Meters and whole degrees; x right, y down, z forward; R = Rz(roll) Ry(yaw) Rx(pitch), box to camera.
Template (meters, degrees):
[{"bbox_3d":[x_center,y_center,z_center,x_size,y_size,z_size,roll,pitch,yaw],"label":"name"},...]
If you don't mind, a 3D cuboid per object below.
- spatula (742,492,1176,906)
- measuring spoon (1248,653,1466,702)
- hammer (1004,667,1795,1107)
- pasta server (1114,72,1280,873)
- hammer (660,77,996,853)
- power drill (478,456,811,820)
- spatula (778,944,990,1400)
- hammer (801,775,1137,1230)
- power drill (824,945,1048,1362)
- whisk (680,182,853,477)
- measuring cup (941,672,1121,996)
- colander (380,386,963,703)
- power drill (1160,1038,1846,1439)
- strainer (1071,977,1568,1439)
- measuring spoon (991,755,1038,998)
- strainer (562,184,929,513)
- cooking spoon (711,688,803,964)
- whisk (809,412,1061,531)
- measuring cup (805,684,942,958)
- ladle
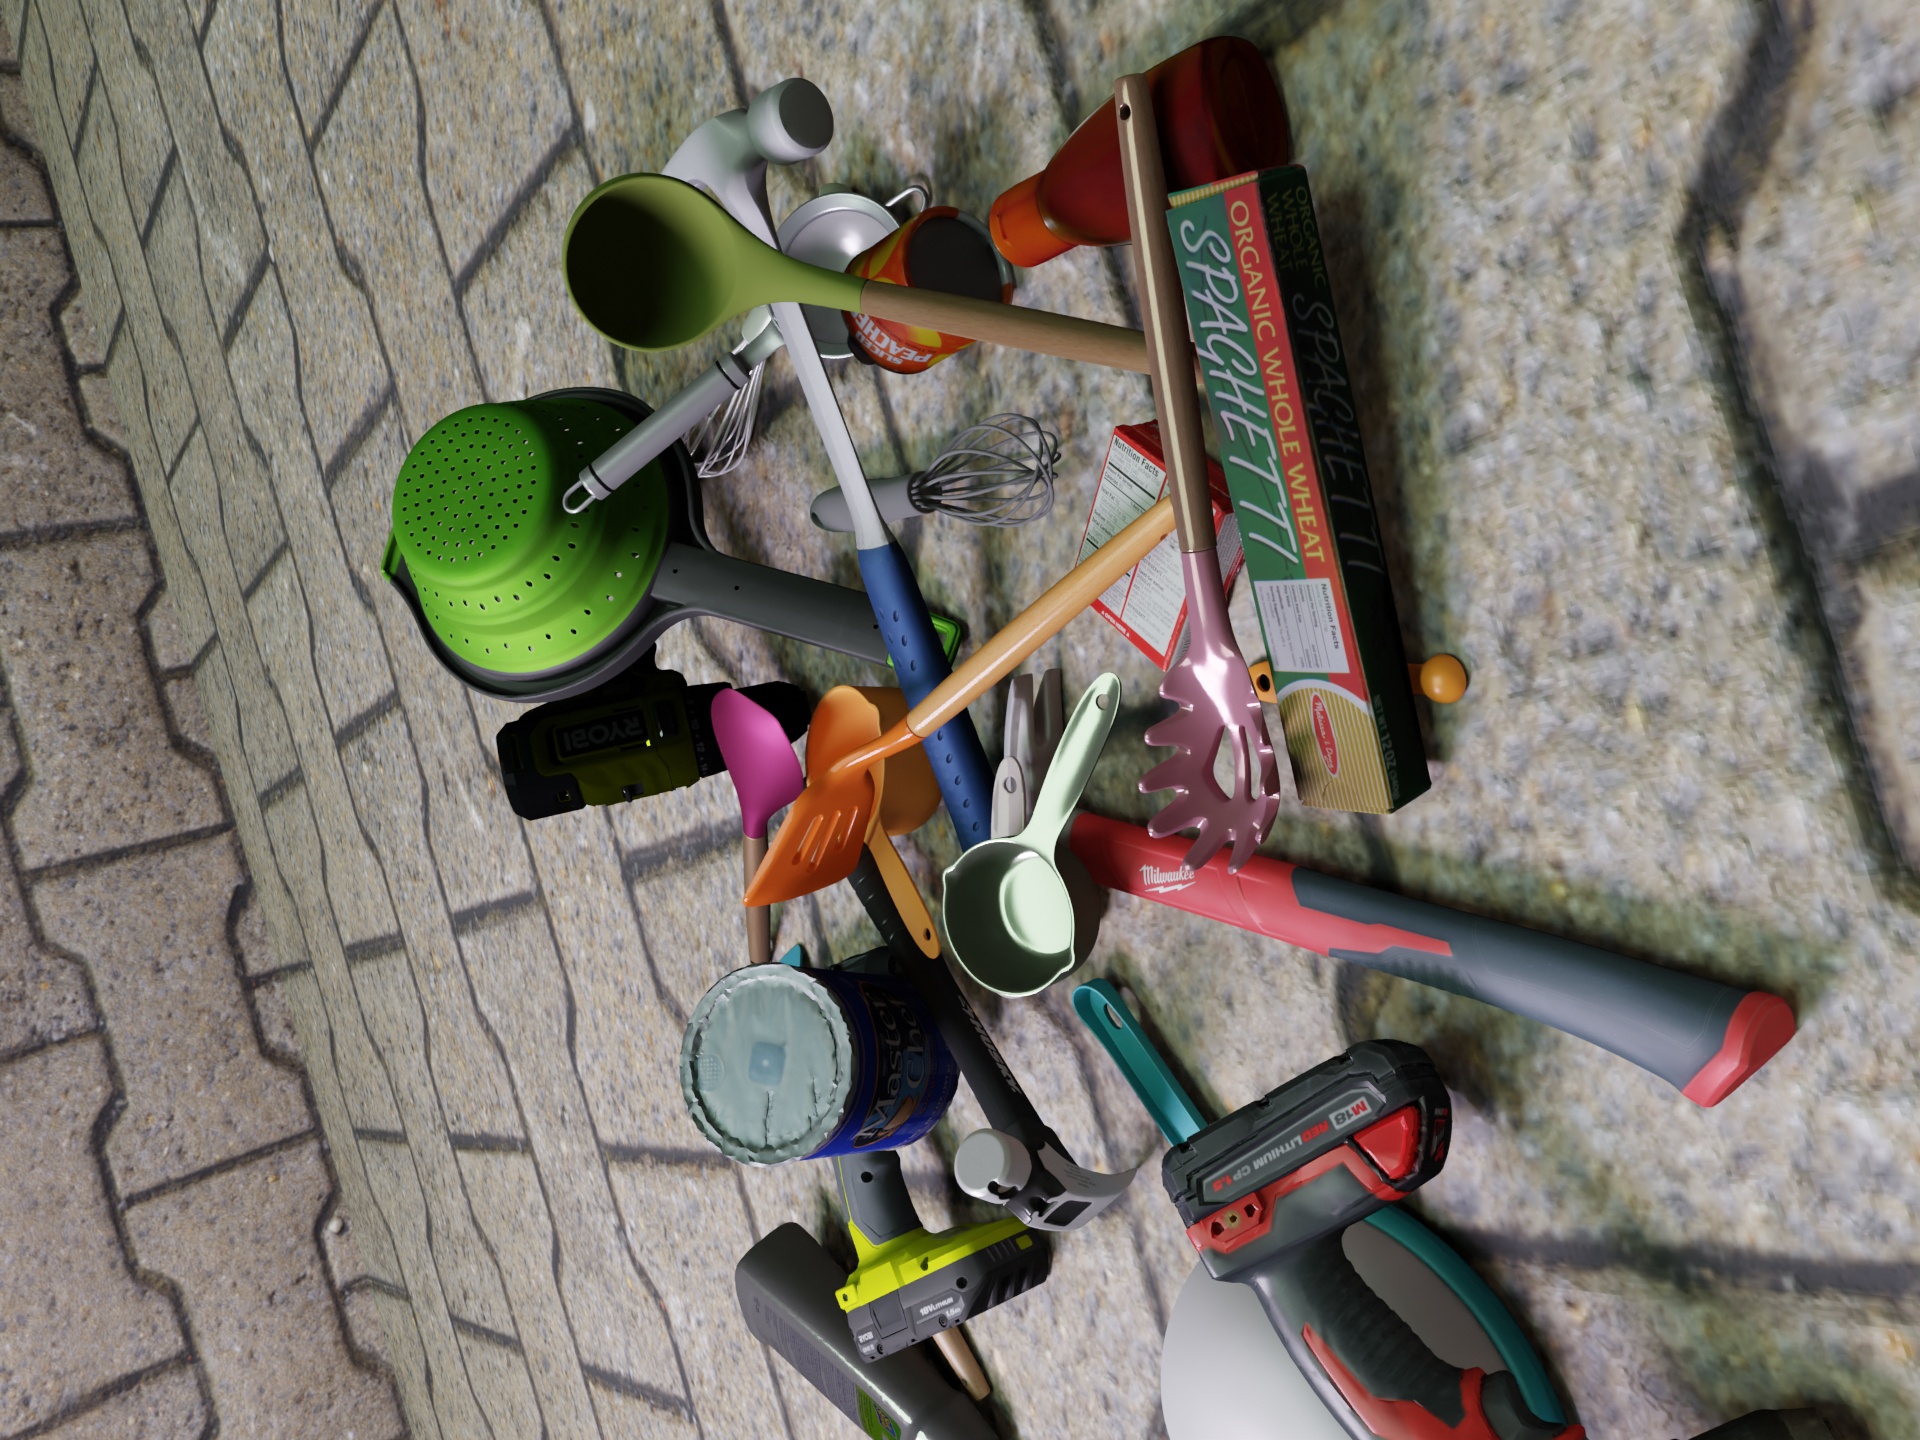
[{"bbox_3d":[-0.001,-0.002,0.763,0.322,0.081,0.041,-40,71,38],"label":"spatula"},{"bbox_3d":[0.158,-0.016,0.660,0.117,0.011,0.021,1,103,53],"label":"measuring spoon"},{"bbox_3d":[0.152,0.067,0.678,0.386,0.038,0.143,12,110,51],"label":"hammer"},{"bbox_3d":[0.088,-0.094,0.639,0.060,0.040,0.316,0,105,41],"label":"pasta server"},{"bbox_3d":[-0.049,-0.100,0.804,0.144,0.035,0.405,2,118,52],"label":"hammer"},{"bbox_3d":[-0.210,-0.059,1.023,0.080,0.190,0.229,101,154,-66],"label":"power drill"},{"bbox_3d":[-0.061,0.305,1.074,0.318,0.044,0.082,57,140,16],"label":"spatula"},{"bbox_3d":[-0.016,0.141,0.892,0.035,0.146,0.335,-44,48,10],"label":"hammer"},{"bbox_3d":[-0.042,0.258,0.974,0.171,0.080,0.223,-39,68,37],"label":"power drill"},{"bbox_3d":[-0.121,-0.221,0.935,0.246,0.059,0.058,-47,32,46],"label":"whisk"},{"bbox_3d":[0.048,0.052,0.757,0.083,0.038,0.167,32,109,29],"label":"measuring cup"},{"bbox_3d":[-0.189,-0.098,0.905,0.397,0.094,0.204,16,82,21],"label":"colander"},{"bbox_3d":[0.199,0.236,0.608,0.188,0.080,0.227,-34,65,15],"label":"power drill"},{"bbox_3d":[0.127,0.275,0.741,0.341,0.095,0.211,55,141,23],"label":"strainer"},{"bbox_3d":[0.029,0.079,0.807,0.034,0.018,0.124,5,97,39],"label":"measuring spoon"},{"bbox_3d":[-0.115,-0.193,0.852,0.258,0.050,0.087,-37,81,9],"label":"strainer"},{"bbox_3d":[-0.130,0.083,1.014,0.069,0.017,0.318,32,147,16],"label":"cooking spoon"},{"bbox_3d":[-0.022,-0.122,0.837,0.239,0.055,0.055,1,103,58],"label":"whisk"},{"bbox_3d":[-0.029,0.056,0.888,0.095,0.052,0.174,-55,50,39],"label":"measuring cup"},{"bbox_3d":[-0.020,-0.172,0.674,0.320,0.062,0.078,15,121,14],"label":"ladle"}]
